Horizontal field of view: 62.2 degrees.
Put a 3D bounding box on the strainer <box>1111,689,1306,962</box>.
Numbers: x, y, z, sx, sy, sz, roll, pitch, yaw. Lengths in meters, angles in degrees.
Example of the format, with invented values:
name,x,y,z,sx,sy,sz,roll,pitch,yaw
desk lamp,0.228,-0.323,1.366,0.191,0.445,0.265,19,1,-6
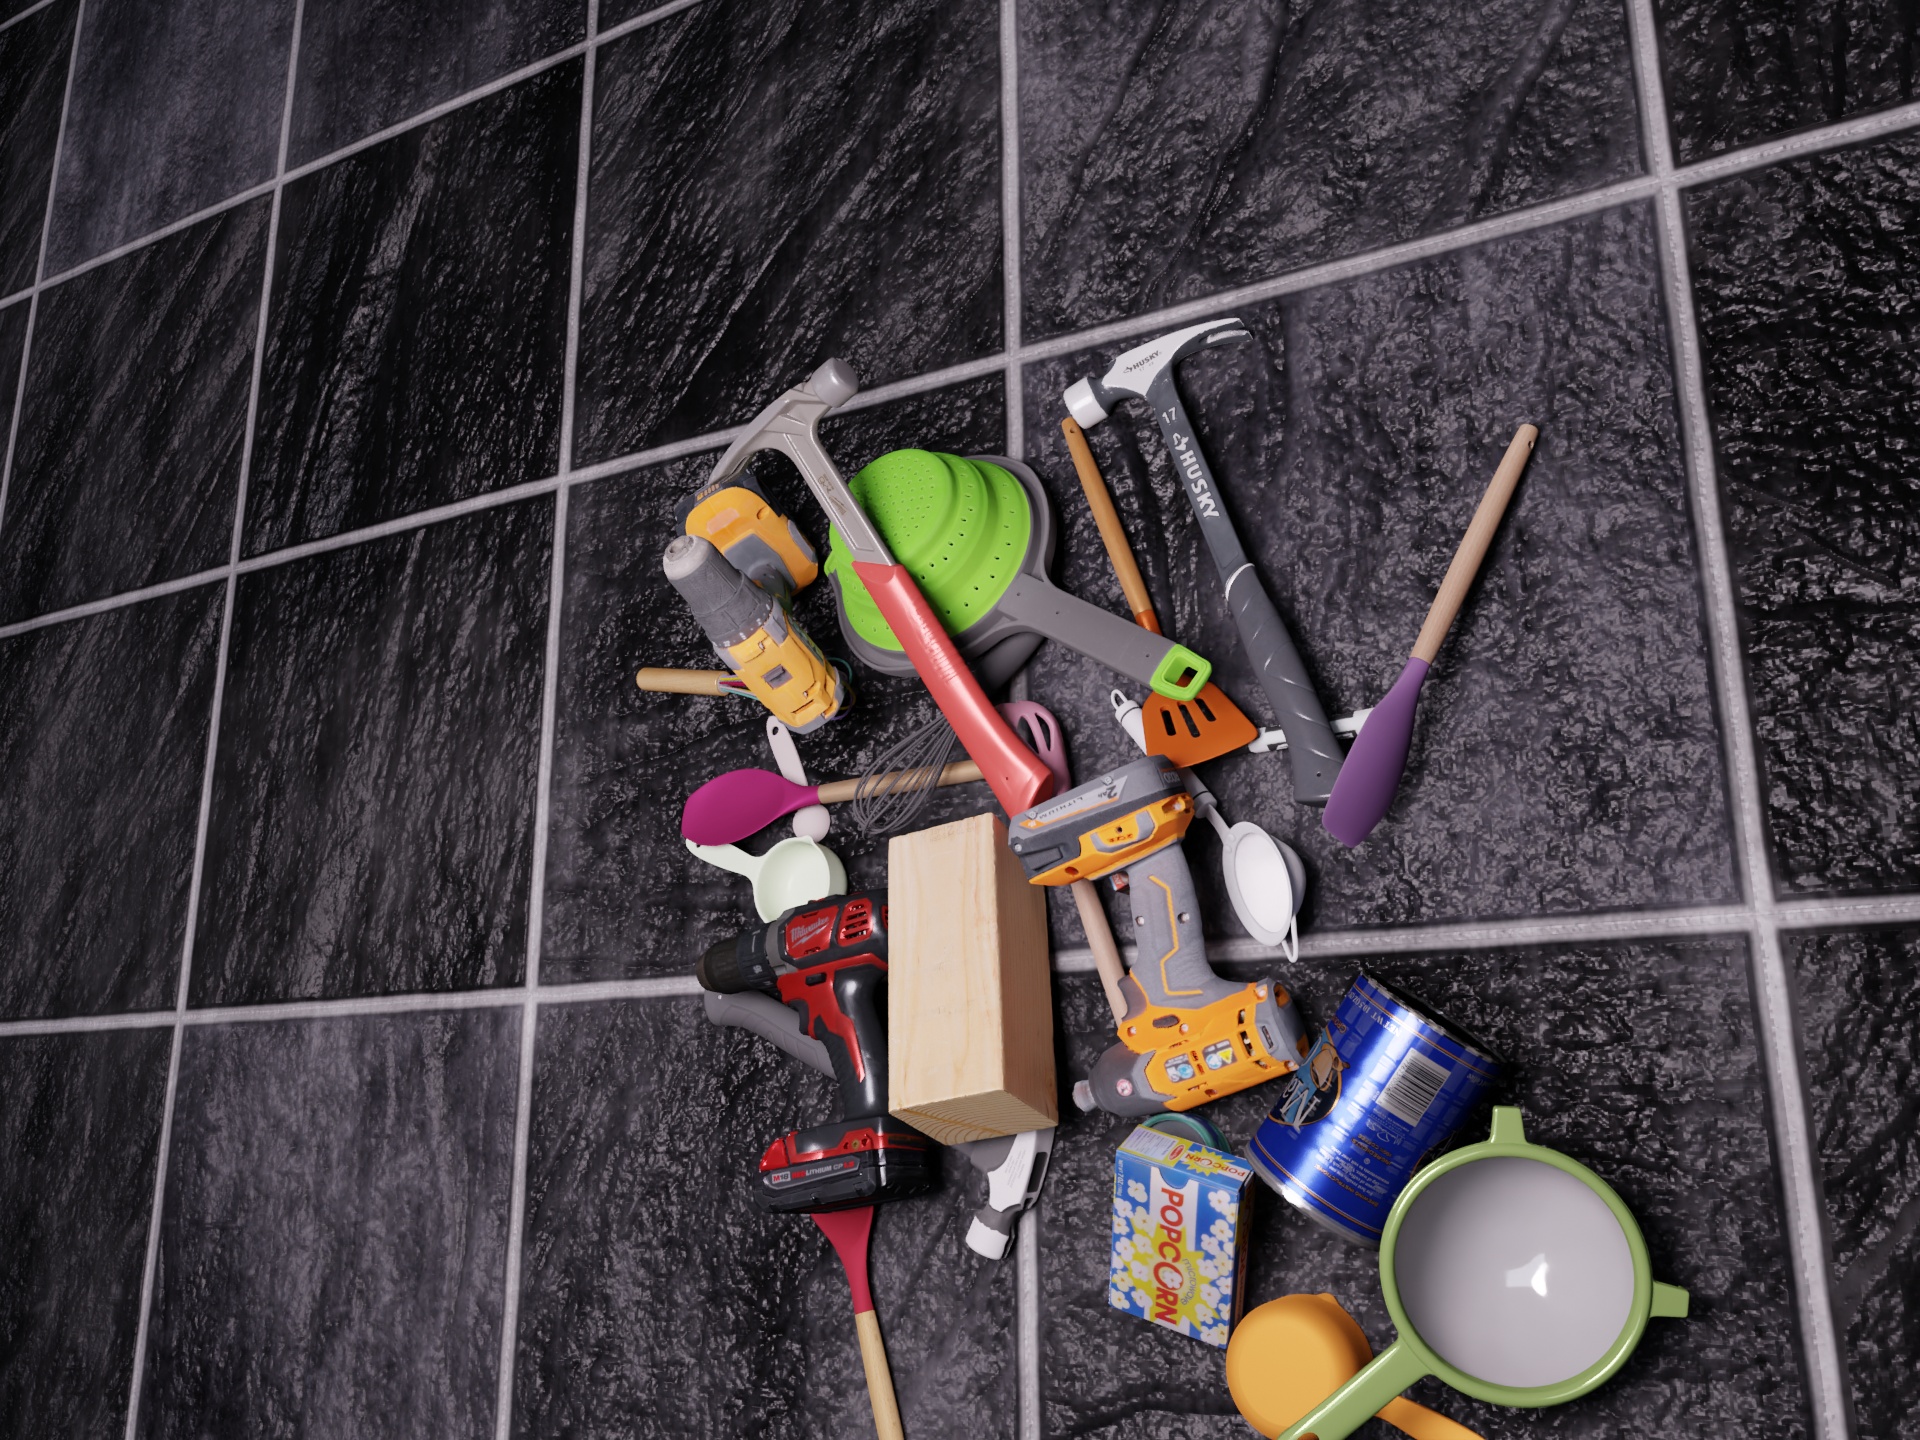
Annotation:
name,x,y,z,sx,sy,sz,roll,pitch,yaw
strainer,0.178,0.064,1.124,0.259,0.050,0.086,54,150,35

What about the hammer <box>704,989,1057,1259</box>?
name,x,y,z,sx,sy,sz,roll,pitch,yaw
hammer,-0.072,0.266,1.222,0.335,0.035,0.146,22,89,33

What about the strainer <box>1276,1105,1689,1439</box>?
name,x,y,z,sx,sy,sz,roll,pitch,yaw
strainer,0.288,0.357,0.954,0.256,0.069,0.151,-44,79,9

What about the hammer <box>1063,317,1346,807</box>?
name,x,y,z,sx,sy,sz,roll,pitch,yaw
hammer,0.200,-0.118,1.148,0.149,0.036,0.409,-28,61,20

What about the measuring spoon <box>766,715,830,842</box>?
name,x,y,z,sx,sy,sz,roll,pitch,yaw
measuring spoon,-0.142,0.047,1.330,0.034,0.018,0.124,-34,63,19

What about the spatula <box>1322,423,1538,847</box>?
name,x,y,z,sx,sy,sz,roll,pitch,yaw
spatula,0.318,-0.060,1.059,0.018,0.059,0.316,15,75,53

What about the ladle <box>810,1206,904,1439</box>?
name,x,y,z,sx,sy,sz,roll,pitch,yaw
ladle,-0.064,0.462,1.171,0.069,0.031,0.316,-28,66,32

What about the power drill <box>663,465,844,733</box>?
name,x,y,z,sx,sy,sz,roll,pitch,yaw
power drill,-0.173,-0.115,1.258,0.084,0.185,0.226,-31,38,11

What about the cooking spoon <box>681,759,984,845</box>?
name,x,y,z,sx,sy,sz,roll,pitch,yaw
cooking spoon,-0.089,0.056,1.281,0.319,0.017,0.069,-10,57,23

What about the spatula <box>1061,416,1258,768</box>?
name,x,y,z,sx,sy,sz,roll,pitch,yaw
spatula,0.130,-0.104,1.195,0.081,0.041,0.323,-19,65,3

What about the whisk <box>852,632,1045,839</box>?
name,x,y,z,sx,sy,sz,roll,pitch,yaw
whisk,-0.001,-0.003,1.227,0.055,0.055,0.239,36,82,32

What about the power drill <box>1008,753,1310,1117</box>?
name,x,y,z,sx,sy,sz,roll,pitch,yaw
power drill,0.118,0.154,1.080,0.164,0.084,0.226,-26,81,20

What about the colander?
name,x,y,z,sx,sy,sz,roll,pitch,yaw
colander,0.019,-0.114,1.191,0.397,0.094,0.204,30,83,41

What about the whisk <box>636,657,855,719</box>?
name,x,y,z,sx,sy,sz,roll,pitch,yaw
whisk,-0.188,-0.034,1.365,0.245,0.047,0.051,4,81,35

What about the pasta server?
name,x,y,z,sx,sy,sz,roll,pitch,yaw
pasta server,0.088,0.125,1.160,0.040,0.060,0.316,127,128,-64

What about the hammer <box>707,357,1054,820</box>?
name,x,y,z,sx,sy,sz,roll,pitch,yaw
hammer,-0.048,-0.078,1.168,0.149,0.036,0.359,-36,83,33

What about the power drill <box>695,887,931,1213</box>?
name,x,y,z,sx,sy,sz,roll,pitch,yaw
power drill,-0.114,0.248,1.187,0.188,0.080,0.227,-18,66,26

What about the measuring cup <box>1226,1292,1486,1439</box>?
name,x,y,z,sx,sy,sz,roll,pitch,yaw
measuring cup,0.245,0.421,0.981,0.174,0.052,0.095,17,86,35

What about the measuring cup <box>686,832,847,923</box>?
name,x,y,z,sx,sy,sz,roll,pitch,yaw
measuring cup,-0.160,0.124,1.312,0.168,0.038,0.083,17,86,37
